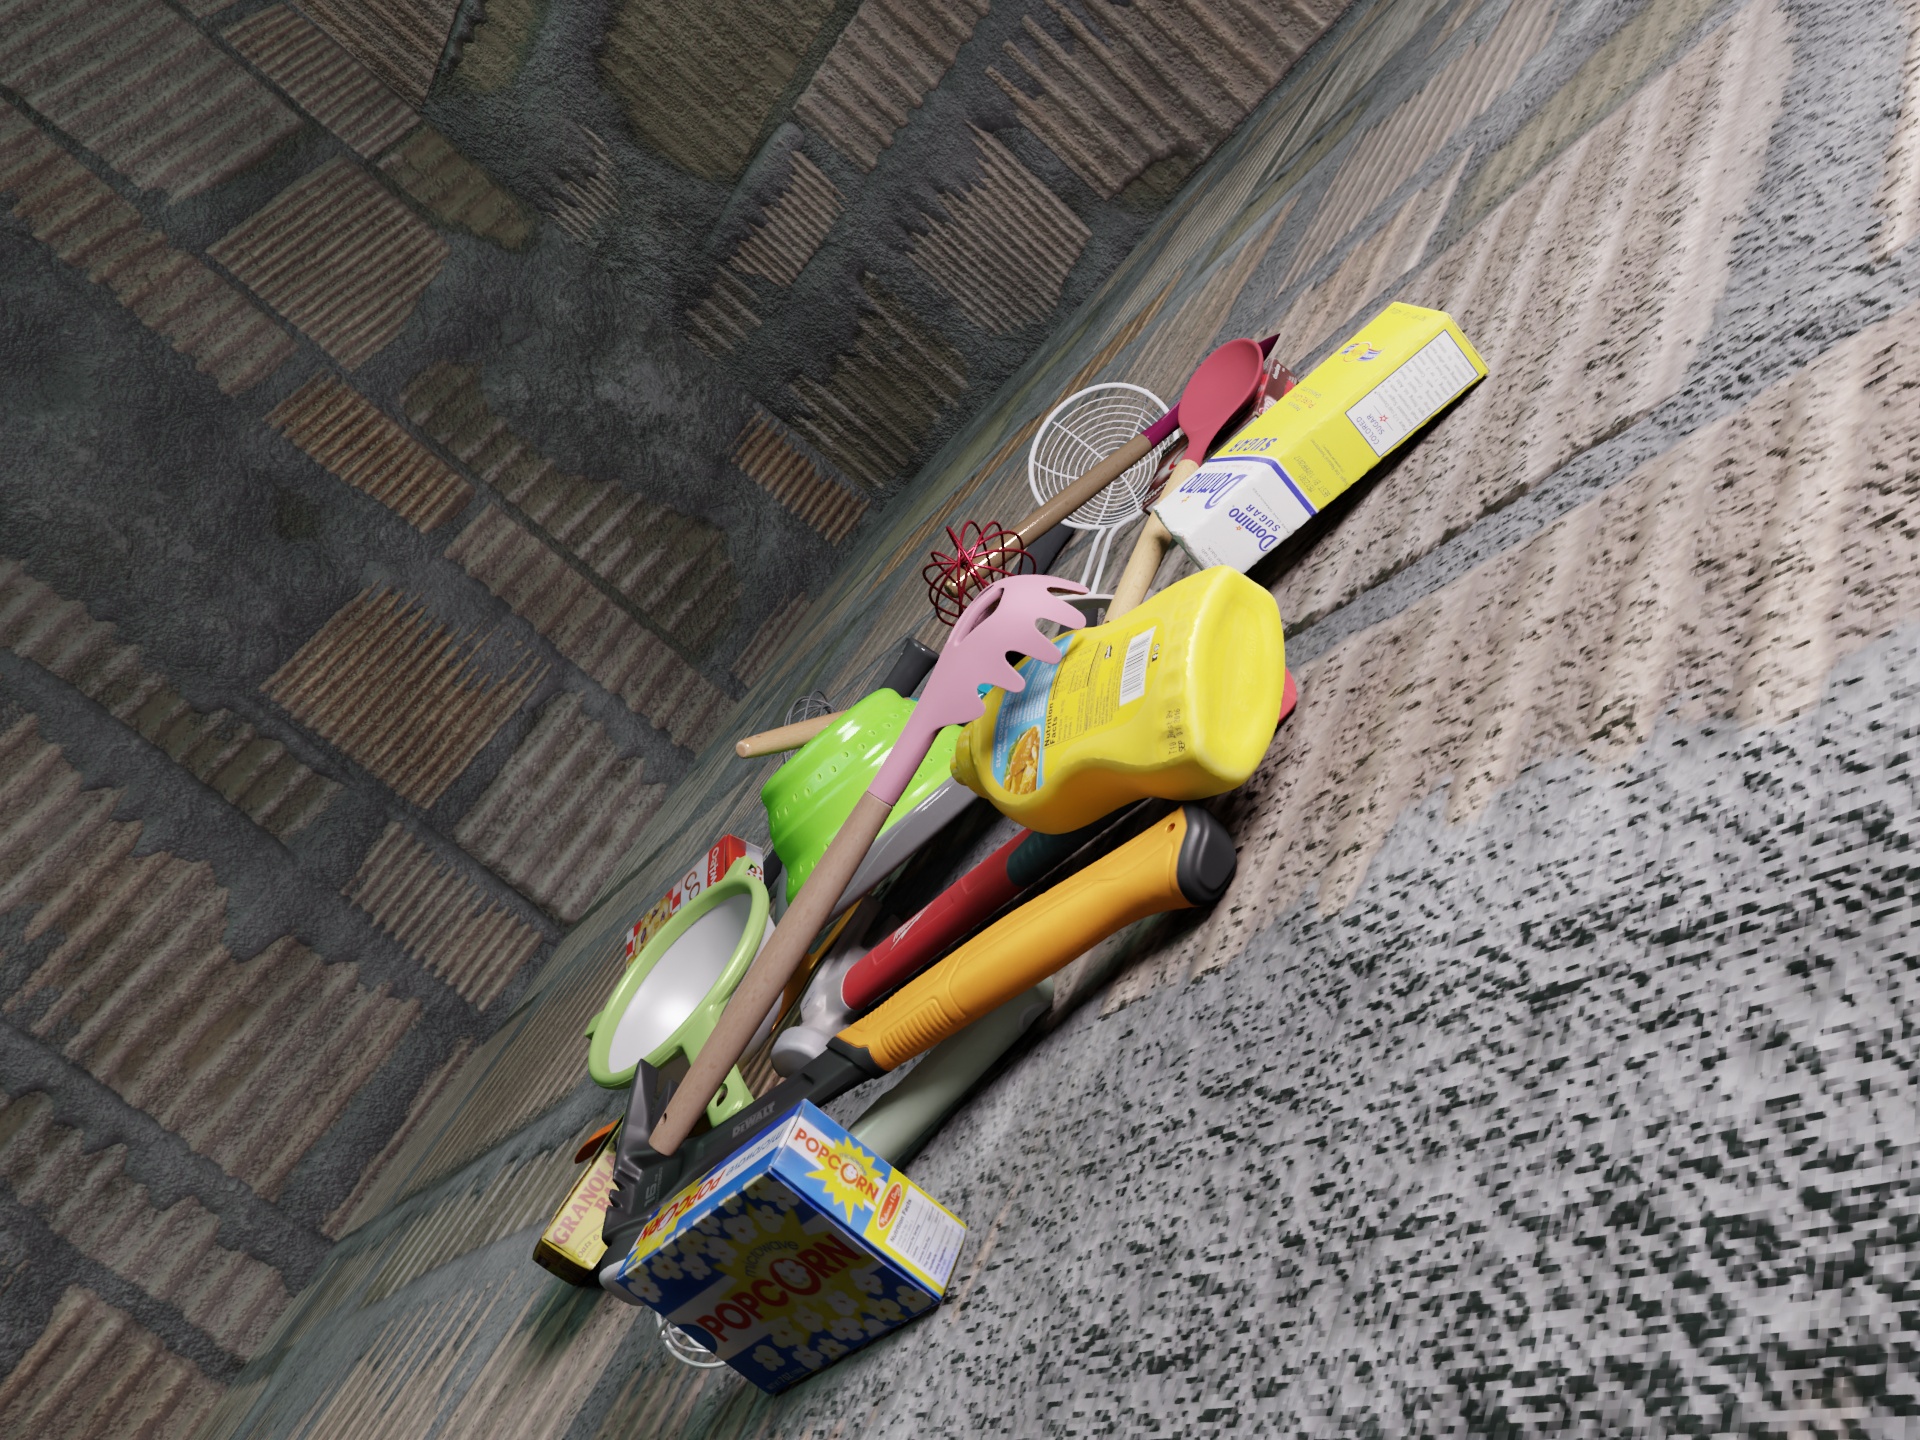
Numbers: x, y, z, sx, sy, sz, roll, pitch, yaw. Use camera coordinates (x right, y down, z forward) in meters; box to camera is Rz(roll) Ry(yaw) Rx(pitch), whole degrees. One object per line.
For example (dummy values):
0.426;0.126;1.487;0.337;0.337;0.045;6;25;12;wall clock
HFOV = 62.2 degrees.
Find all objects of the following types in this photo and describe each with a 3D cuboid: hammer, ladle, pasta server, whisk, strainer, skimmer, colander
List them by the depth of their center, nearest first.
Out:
-0.026;0.131;0.700;0.337;0.034;0.127;-35;29;19;hammer
-0.049;0.198;0.716;0.246;0.059;0.057;-45;-29;4;whisk
-0.045;0.062;0.718;0.316;0.040;0.060;-58;23;-1;pasta server
0.033;0.068;0.843;0.386;0.038;0.143;-42;12;39;hammer
-0.133;0.182;0.906;0.151;0.069;0.256;-48;23;-2;strainer
0.133;-0.140;0.969;0.069;0.031;0.316;-26;26;41;ladle
-0.002;-0.003;0.988;0.397;0.094;0.204;-40;-1;21;colander
0.025;-0.069;1.068;0.073;0.073;0.295;-51;-14;-4;whisk
0.090;-0.141;1.178;0.127;0.090;0.363;-11;30;20;skimmer
-0.125;0.078;1.274;0.055;0.055;0.239;-40;37;45;whisk
0.011;-0.050;1.347;0.149;0.036;0.409;-40;14;48;hammer
-0.120;0.064;1.396;0.334;0.035;0.146;-54;9;20;hammer

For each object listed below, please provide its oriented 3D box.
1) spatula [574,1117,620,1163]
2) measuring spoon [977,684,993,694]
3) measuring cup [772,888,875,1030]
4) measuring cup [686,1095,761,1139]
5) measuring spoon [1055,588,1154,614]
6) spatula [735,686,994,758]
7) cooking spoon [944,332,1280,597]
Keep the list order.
-0.179;0.210;1.219;0.323;0.041;0.081;-55;0;-31;spatula
0.064;-0.013;0.897;0.129;0.021;0.042;5;55;38;measuring spoon
-0.126;0.159;1.137;0.173;0.052;0.095;-50;10;12;measuring cup
-0.121;0.240;0.922;0.156;0.029;0.062;-35;19;48;measuring cup
0.082;-0.068;1.000;0.034;0.018;0.124;-30;-15;39;measuring spoon
-0.055;-0.016;1.143;0.082;0.044;0.317;7;13;32;spatula
0.112;-0.181;1.120;0.319;0.017;0.068;-38;-5;-17;cooking spoon
